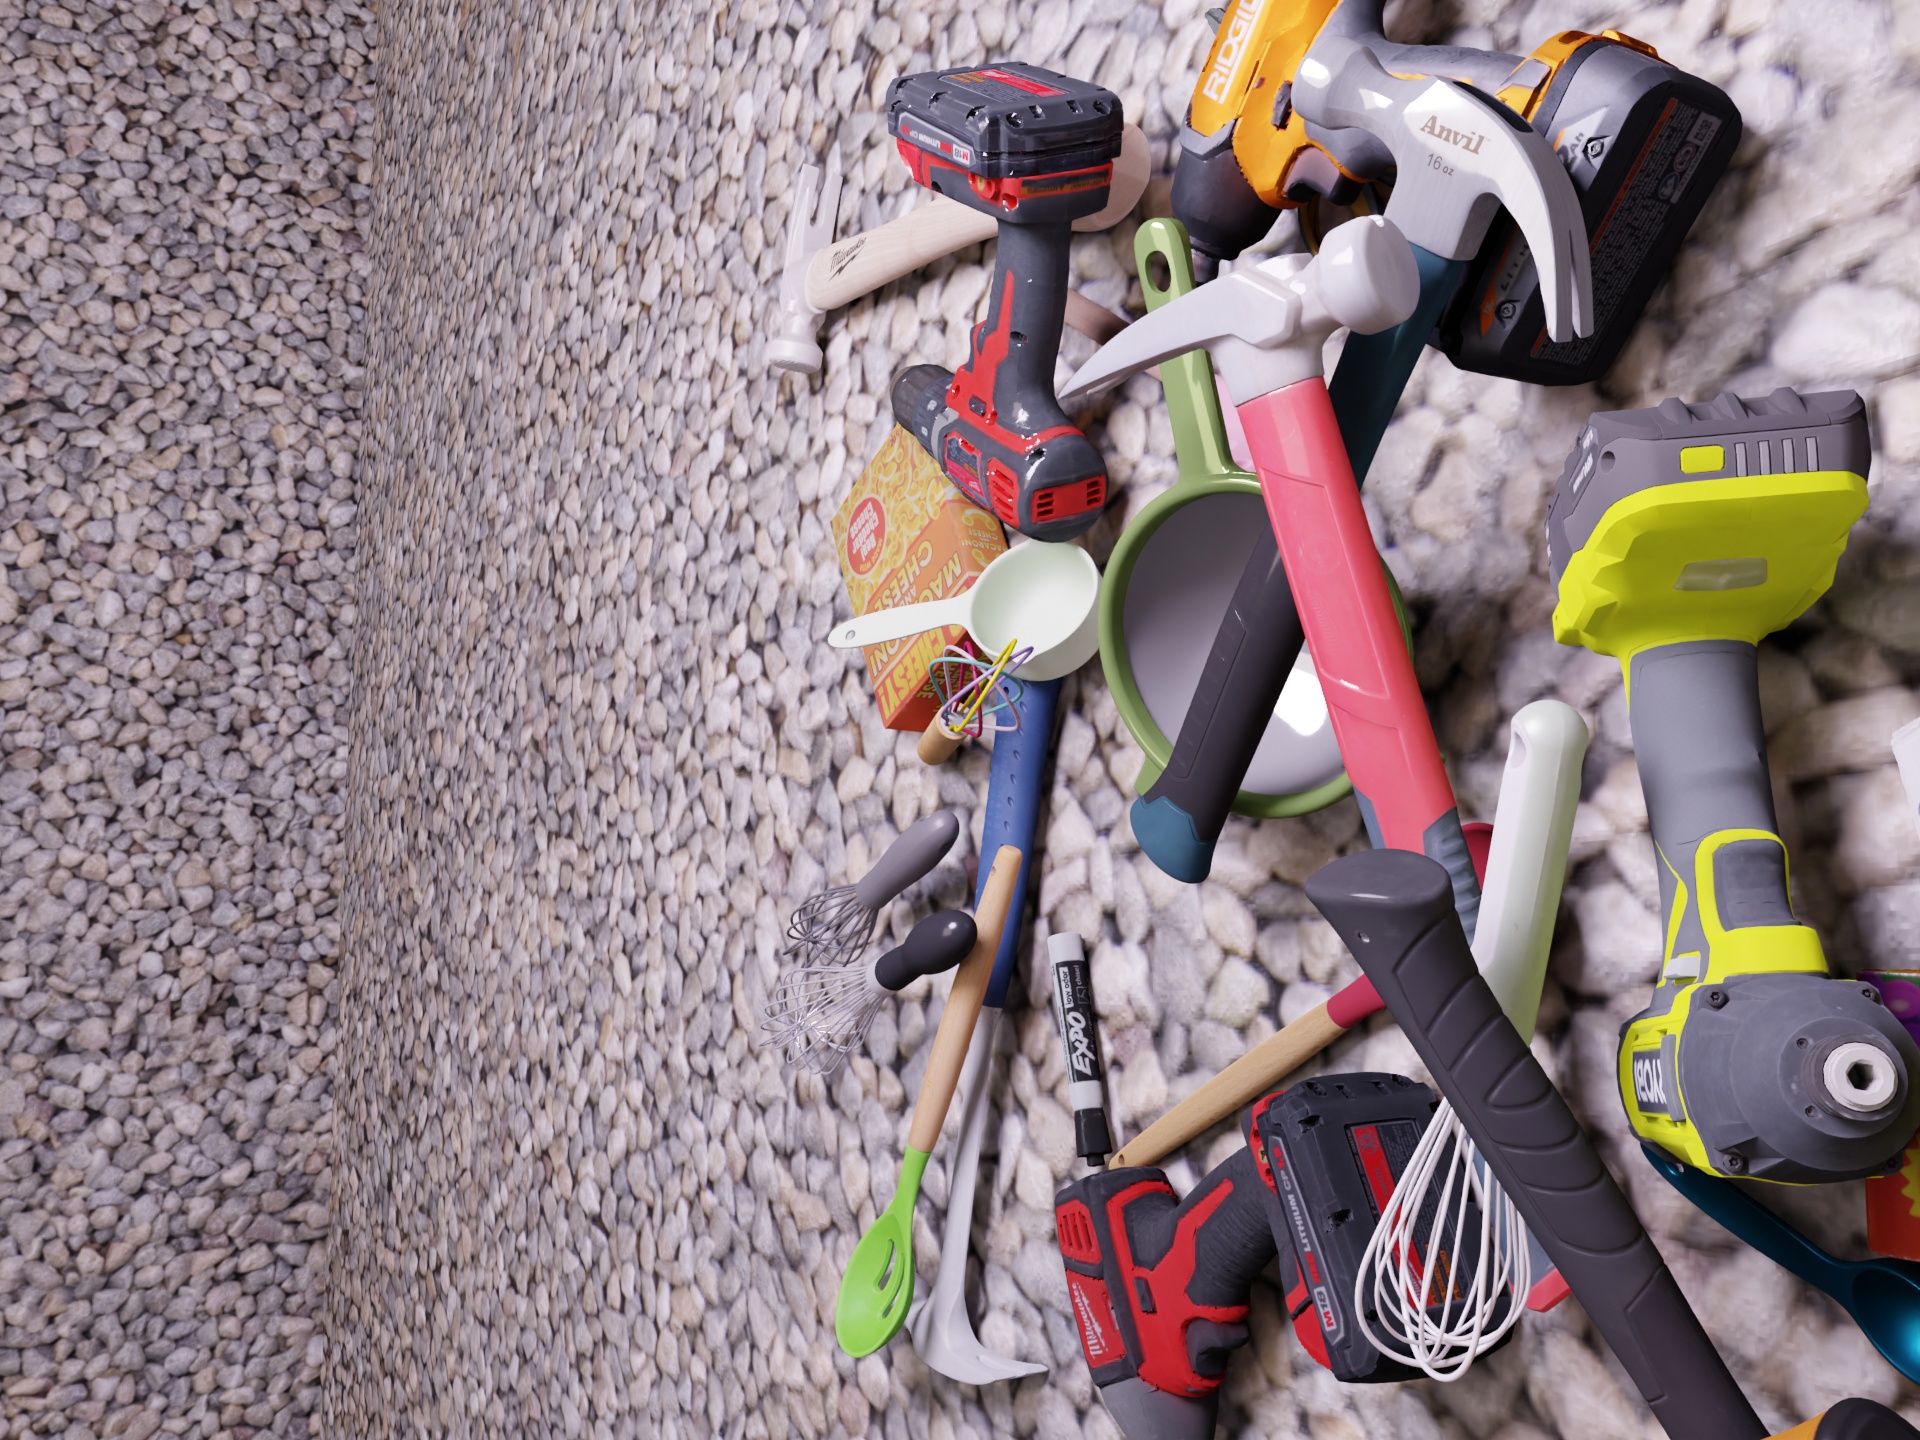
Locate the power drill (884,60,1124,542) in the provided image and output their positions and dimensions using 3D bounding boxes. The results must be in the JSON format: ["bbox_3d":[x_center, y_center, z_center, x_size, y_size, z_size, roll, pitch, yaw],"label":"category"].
[{"bbox_3d":[0.012,-0.225,0.849,0.188,0.080,0.226,45,144,48],"label":"power drill"}]

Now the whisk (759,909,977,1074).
[{"bbox_3d":[-0.054,0.158,0.936,0.284,0.070,0.070,139,127,-57],"label":"whisk"}]

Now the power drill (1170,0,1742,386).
[{"bbox_3d":[0.174,-0.221,0.643,0.227,0.084,0.164,50,128,40],"label":"power drill"}]

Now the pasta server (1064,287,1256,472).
[{"bbox_3d":[0.094,-0.191,0.823,0.060,0.040,0.317,-59,38,15],"label":"pasta server"}]

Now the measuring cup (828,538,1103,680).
[{"bbox_3d":[0.005,-0.051,0.878,0.167,0.038,0.083,-9,57,27],"label":"measuring cup"}]

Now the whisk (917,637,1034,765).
[{"bbox_3d":[-0.003,-0.001,0.868,0.245,0.051,0.047,129,144,-77],"label":"whisk"}]

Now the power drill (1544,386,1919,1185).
[{"bbox_3d":[0.233,0.023,0.478,0.080,0.171,0.223,-4,76,12],"label":"power drill"}]

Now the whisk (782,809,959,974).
[{"bbox_3d":[-0.057,0.107,0.988,0.239,0.055,0.055,-46,49,54],"label":"whisk"}]

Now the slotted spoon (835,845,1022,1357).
[{"bbox_3d":[-0.014,0.215,0.883,0.070,0.031,0.313,42,120,61],"label":"slotted spoon"}]

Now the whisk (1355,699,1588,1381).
[{"bbox_3d":[0.175,0.112,0.530,0.058,0.059,0.246,-91,5,-74],"label":"whisk"}]

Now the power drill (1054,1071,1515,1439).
[{"bbox_3d":[0.124,0.247,0.690,0.219,0.078,0.143,-47,49,48],"label":"power drill"}]

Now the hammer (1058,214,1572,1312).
[{"bbox_3d":[0.149,0.028,0.584,0.143,0.038,0.386,-15,94,47],"label":"hammer"}]

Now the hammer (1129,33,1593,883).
[{"bbox_3d":[0.132,-0.074,0.614,0.128,0.033,0.330,37,127,28],"label":"hammer"}]

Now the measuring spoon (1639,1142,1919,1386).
[{"bbox_3d":[0.276,0.167,0.517,0.129,0.021,0.042,37,147,62],"label":"measuring spoon"}]

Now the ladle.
[{"bbox_3d":[0.151,0.142,0.702,0.315,0.031,0.069,-51,42,44],"label":"ladle"}]

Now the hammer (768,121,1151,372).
[{"bbox_3d":[-0.015,-0.313,0.988,0.411,0.038,0.146,8,89,59],"label":"hammer"}]

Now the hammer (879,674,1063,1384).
[{"bbox_3d":[0.017,0.171,0.897,0.144,0.035,0.405,14,98,57],"label":"hammer"}]

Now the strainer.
[{"bbox_3d":[0.126,-0.088,0.686,0.151,0.069,0.256,-8,98,44],"label":"strainer"}]

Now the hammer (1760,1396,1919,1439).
[{"bbox_3d":[0.185,0.279,0.507,0.127,0.034,0.336,45,144,22],"label":"hammer"}]

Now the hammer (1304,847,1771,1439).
[{"bbox_3d":[0.204,0.185,0.474,0.335,0.035,0.146,58,148,5],"label":"hammer"}]
